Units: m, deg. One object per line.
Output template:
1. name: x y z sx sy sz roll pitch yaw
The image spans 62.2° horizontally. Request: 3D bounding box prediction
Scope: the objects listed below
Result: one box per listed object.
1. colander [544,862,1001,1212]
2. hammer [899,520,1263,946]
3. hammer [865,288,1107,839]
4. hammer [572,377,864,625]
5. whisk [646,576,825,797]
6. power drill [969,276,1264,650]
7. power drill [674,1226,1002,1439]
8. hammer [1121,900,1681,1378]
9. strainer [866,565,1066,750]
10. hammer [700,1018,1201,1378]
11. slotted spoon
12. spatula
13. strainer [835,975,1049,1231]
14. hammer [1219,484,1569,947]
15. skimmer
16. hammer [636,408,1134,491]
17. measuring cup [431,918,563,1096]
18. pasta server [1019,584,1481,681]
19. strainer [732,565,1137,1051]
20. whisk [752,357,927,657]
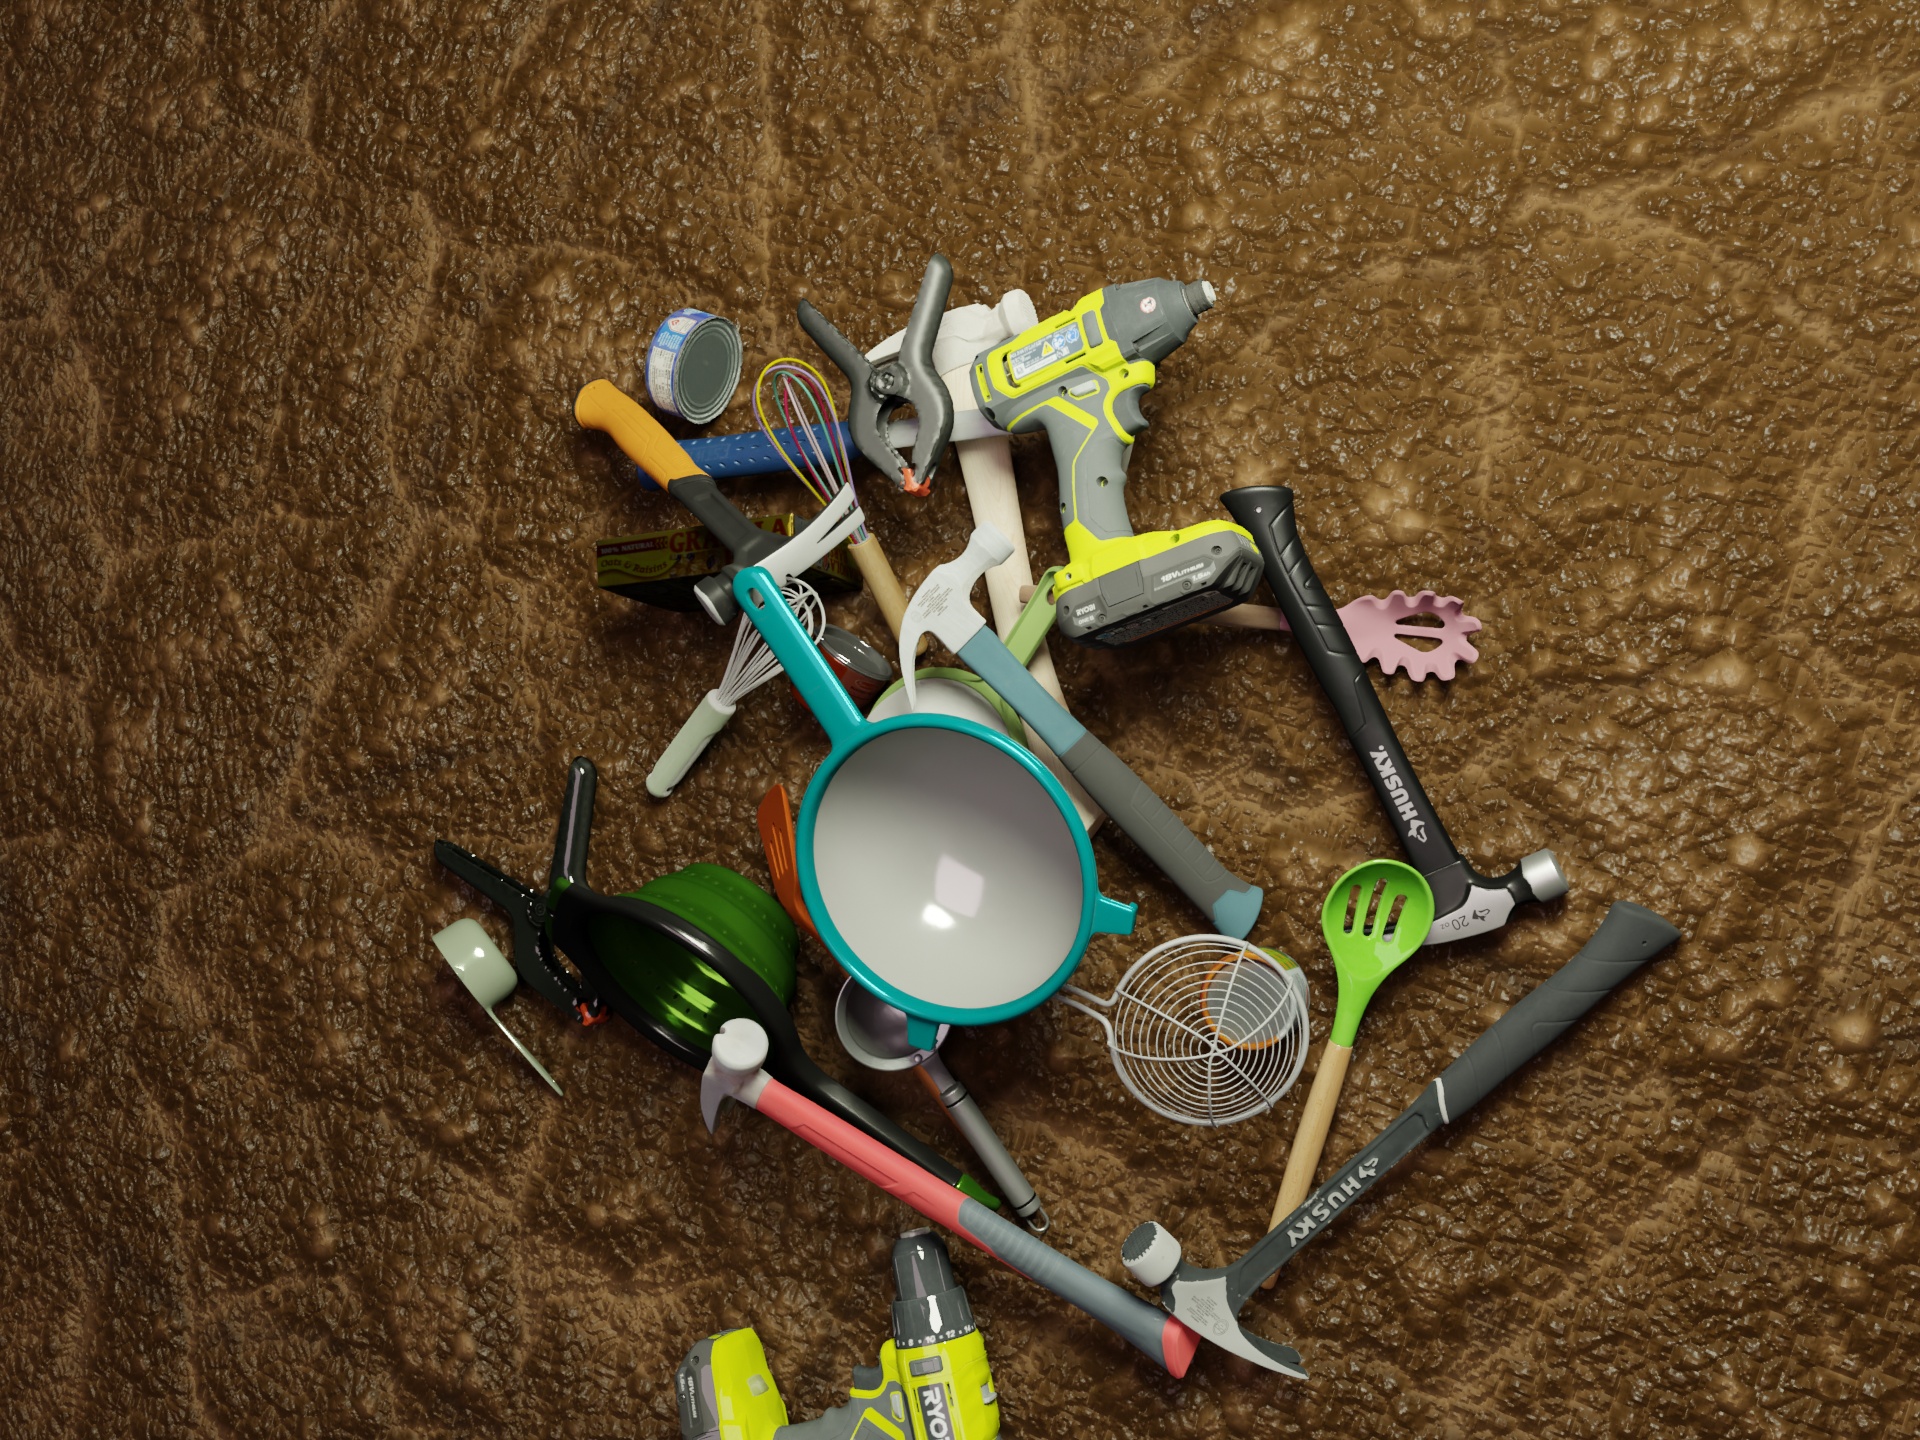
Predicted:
1. colander: -0.121 0.221 1.182 0.397 0.204 0.094 35 55 3
2. hammer: 0.087 0.025 1.094 0.128 0.033 0.331 -44 93 5
3. hammer: 0.027 -0.107 1.184 0.146 0.038 0.411 -16 80 20
4. hammer: -0.202 -0.187 1.177 0.127 0.034 0.337 -38 45 -10
5. whisk: -0.178 -0.019 1.215 0.059 0.058 0.246 43 123 2
6. power drill: 0.111 -0.173 1.050 0.171 0.080 0.223 -21 76 25
7. power drill: -0.086 0.484 1.156 0.228 0.080 0.191 -17 75 16
8. hammer: 0.301 0.265 1.033 0.409 0.036 0.149 -43 101 7
9. strainer: -0.002 -0.004 1.137 0.152 0.069 0.256 43 115 23
10. hammer: -0.013 0.345 1.115 0.386 0.143 0.038 29 53 9
11. slotted spoon: 0.243 0.236 1.055 0.070 0.031 0.313 14 102 2
12. spatula: -0.063 0.192 1.180 0.041 0.081 0.323 -34 83 -29
13. strainer: -0.011 0.260 1.133 0.087 0.050 0.258 -34 95 -11
14. hammer: 0.259 -0.006 1.056 0.146 0.035 0.335 -27 88 19
15. skimmer: 0.065 0.177 1.111 0.363 0.090 0.127 14 100 43
16. hammer: -0.063 -0.207 1.190 0.405 0.035 0.144 -3 85 23
17. measuring cup: -0.365 0.231 1.297 0.038 0.083 0.167 -39 91 -17
18. pasta server: 0.194 -0.072 1.100 0.316 0.040 0.060 7 100 14
19. strainer: -0.033 0.035 1.059 0.211 0.095 0.340 -36 87 28
20. whisk: -0.079 -0.152 1.163 0.051 0.047 0.244 -2 124 43
